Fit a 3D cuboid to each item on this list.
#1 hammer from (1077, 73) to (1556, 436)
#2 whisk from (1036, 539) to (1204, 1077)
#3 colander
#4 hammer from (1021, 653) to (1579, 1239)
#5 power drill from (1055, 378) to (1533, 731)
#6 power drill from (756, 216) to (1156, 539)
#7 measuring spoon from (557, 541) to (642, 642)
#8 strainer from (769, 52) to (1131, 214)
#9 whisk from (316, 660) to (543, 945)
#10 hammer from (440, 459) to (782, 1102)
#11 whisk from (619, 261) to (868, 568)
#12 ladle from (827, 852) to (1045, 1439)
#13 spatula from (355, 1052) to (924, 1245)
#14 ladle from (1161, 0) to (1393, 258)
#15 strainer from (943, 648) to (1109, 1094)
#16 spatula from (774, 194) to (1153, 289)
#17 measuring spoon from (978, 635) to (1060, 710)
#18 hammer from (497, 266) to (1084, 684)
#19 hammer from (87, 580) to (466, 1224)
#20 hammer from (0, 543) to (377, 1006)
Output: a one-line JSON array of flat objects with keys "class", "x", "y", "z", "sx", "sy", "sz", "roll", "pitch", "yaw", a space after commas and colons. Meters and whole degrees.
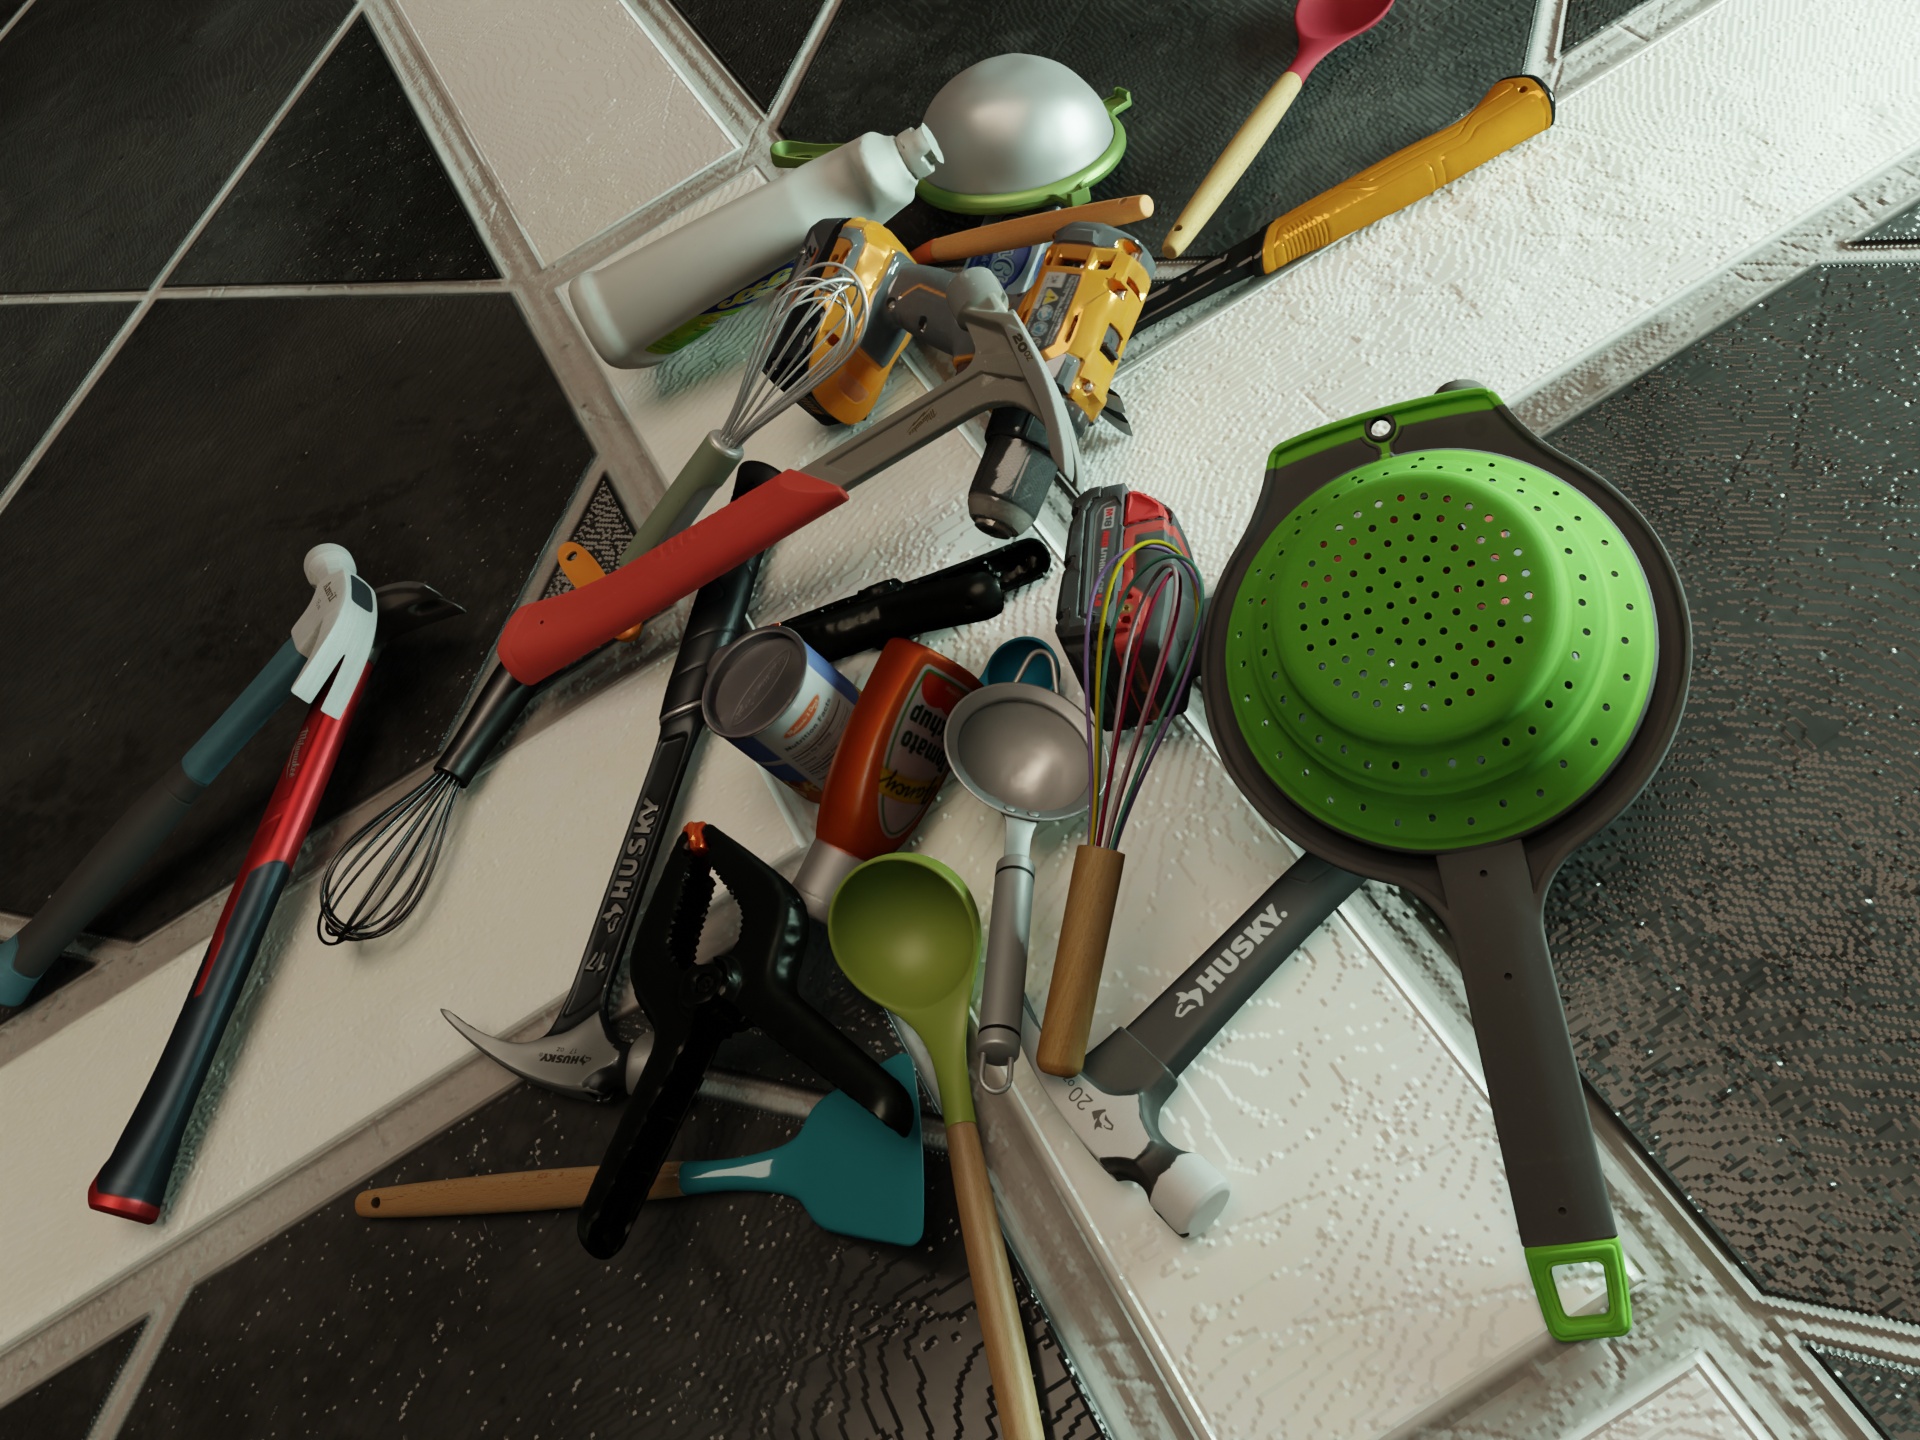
[{"class": "hammer", "x": 0.210, "y": -0.293, "z": 0.963, "sx": 0.337, "sy": 0.034, "sz": 0.127, "roll": -28, "pitch": 51, "yaw": 1}, {"class": "whisk", "x": 0.071, "y": 0.037, "z": 0.711, "sx": 0.051, "sy": 0.047, "sz": 0.245, "roll": 7, "pitch": 81, "yaw": 32}, {"class": "colander", "x": 0.202, "y": 0.041, "z": 0.631, "sx": 0.204, "sy": 0.094, "sz": 0.397, "roll": -14, "pitch": 74, "yaw": 19}, {"class": "hammer", "x": 0.166, "y": 0.068, "z": 0.737, "sx": 0.335, "sy": 0.035, "sz": 0.146, "roll": -43, "pitch": 54, "yaw": -10}, {"class": "power drill", "x": 0.172, "y": -0.086, "z": 0.797, "sx": 0.227, "sy": 0.080, "sz": 0.188, "roll": -7, "pitch": 48, "yaw": 22}, {"class": "power drill", "x": -0.012, "y": -0.209, "z": 0.948, "sx": 0.226, "sy": 0.084, "sz": 0.185, "roll": 16, "pitch": 80, "yaw": 33}, {"class": "measuring spoon", "x": -0.229, "y": -0.082, "z": 1.008, "sx": 0.021, "sy": 0.011, "sz": 0.117, "roll": -39, "pitch": 49, "yaw": -7}, {"class": "strainer", "x": -0.017, "y": -0.410, "z": 1.083, "sx": 0.256, "sy": 0.069, "sz": 0.152, "roll": 5, "pitch": 47, "yaw": 18}, {"class": "whisk", "x": -0.302, "y": 0.030, "z": 0.938, "sx": 0.055, "sy": 0.055, "sz": 0.239, "roll": 12, "pitch": 59, "yaw": 27}, {"class": "hammer", "x": -0.166, "y": 0.015, "z": 0.902, "sx": 0.149, "sy": 0.036, "sz": 0.409, "roll": 0, "pitch": 57, "yaw": 22}, {"class": "whisk", "x": -0.134, "y": -0.170, "z": 0.945, "sx": 0.059, "sy": 0.058, "sz": 0.246, "roll": 51, "pitch": 118, "yaw": 15}, {"class": "ladle", "x": -0.001, "y": 0.202, "z": 0.700, "sx": 0.078, "sy": 0.062, "sz": 0.320, "roll": -29, "pitch": 53, "yaw": 22}, {"class": "spatula", "x": -0.159, "y": 0.217, "z": 0.757, "sx": 0.317, "sy": 0.044, "sz": 0.082, "roll": -10, "pitch": 70, "yaw": 17}, {"class": "ladle", "x": 0.202, "y": -0.396, "z": 1.018, "sx": 0.069, "sy": 0.031, "sz": 0.315, "roll": 14, "pitch": 57, "yaw": 34}, {"class": "strainer", "x": 0.025, "y": 0.068, "z": 0.759, "sx": 0.087, "sy": 0.050, "sz": 0.259, "roll": 14, "pitch": 44, "yaw": -6}, {"class": "spatula", "x": -0.004, "y": -0.312, "z": 1.021, "sx": 0.323, "sy": 0.041, "sz": 0.081, "roll": 8, "pitch": 59, "yaw": 49}, {"class": "measuring spoon", "x": -0.001, "y": -0.003, "z": 0.865, "sx": 0.128, "sy": 0.021, "sz": 0.042, "roll": -28, "pitch": 64, "yaw": 13}, {"class": "hammer", "x": -0.108, "y": -0.108, "z": 0.896, "sx": 0.359, "sy": 0.036, "sz": 0.149, "roll": -28, "pitch": 63, "yaw": 14}, {"class": "hammer", "x": -0.396, "y": 0.092, "z": 0.919, "sx": 0.143, "sy": 0.038, "sz": 0.387, "roll": -12, "pitch": 55, "yaw": 36}, {"class": "hammer", "x": -0.473, "y": 0.040, "z": 0.964, "sx": 0.331, "sy": 0.033, "sz": 0.128, "roll": -47, "pitch": 41, "yaw": 2}]
